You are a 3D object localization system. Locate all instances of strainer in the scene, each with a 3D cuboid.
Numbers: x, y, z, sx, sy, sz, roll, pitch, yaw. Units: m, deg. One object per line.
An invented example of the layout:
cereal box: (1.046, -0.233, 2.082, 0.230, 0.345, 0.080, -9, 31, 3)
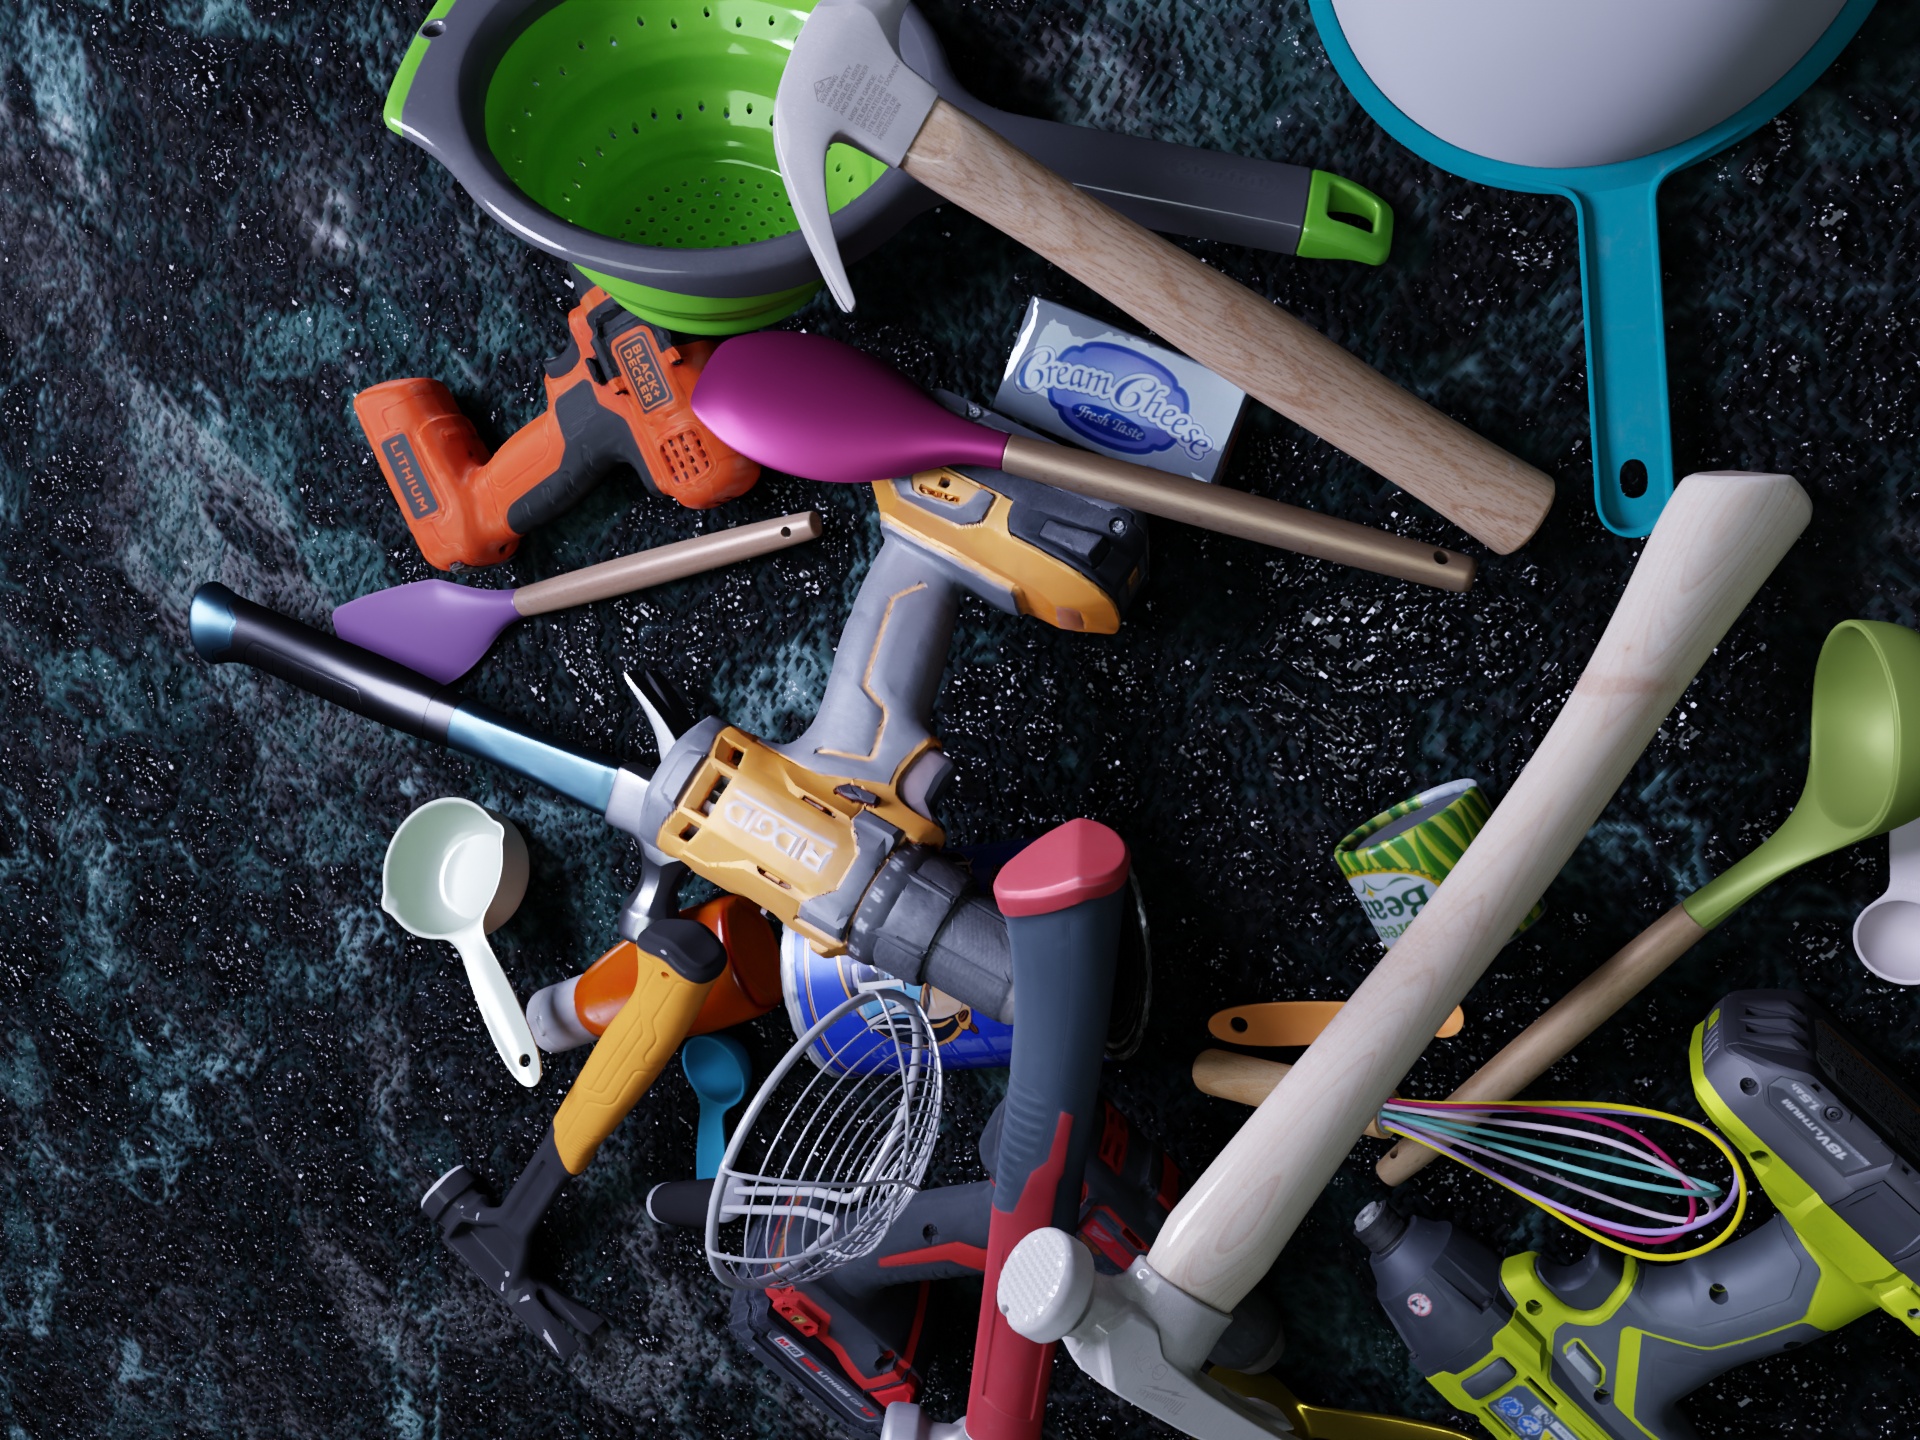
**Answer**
strainer: (0.222, -0.230, 0.550, 0.211, 0.095, 0.340, -4, 100, 24)

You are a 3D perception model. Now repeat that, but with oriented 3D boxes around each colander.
colander: (-0.027, -0.215, 0.663, 0.397, 0.205, 0.094, 12, 151, 3)

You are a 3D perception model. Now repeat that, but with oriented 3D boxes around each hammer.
hammer: (0.046, 0.203, 0.645, 0.143, 0.038, 0.386, 6, 124, 2)
hammer: (0.188, 0.086, 0.590, 0.146, 0.038, 0.410, 36, 90, -22)
hammer: (-0.193, 0.218, 0.838, 0.127, 0.034, 0.336, 43, 128, 10)
hammer: (-0.273, -0.001, 0.832, 0.331, 0.033, 0.128, 21, 99, 17)
hammer: (0.081, -0.154, 0.590, 0.331, 0.031, 0.130, 29, 97, -13)

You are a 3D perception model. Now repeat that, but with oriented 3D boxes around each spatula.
spatula: (-0.206, -0.064, 0.821, 0.316, 0.018, 0.059, -12, 103, 27)

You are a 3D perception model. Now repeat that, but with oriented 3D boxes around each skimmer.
skimmer: (-0.107, 0.198, 0.727, 0.090, 0.127, 0.363, 45, 150, -7)

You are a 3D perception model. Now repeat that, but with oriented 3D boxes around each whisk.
whisk: (0.191, 0.168, 0.647, 0.245, 0.051, 0.047, 2, 95, 48)

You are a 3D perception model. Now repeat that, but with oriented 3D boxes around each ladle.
ladle: (0.265, 0.089, 0.635, 0.062, 0.078, 0.320, 30, 121, -11)

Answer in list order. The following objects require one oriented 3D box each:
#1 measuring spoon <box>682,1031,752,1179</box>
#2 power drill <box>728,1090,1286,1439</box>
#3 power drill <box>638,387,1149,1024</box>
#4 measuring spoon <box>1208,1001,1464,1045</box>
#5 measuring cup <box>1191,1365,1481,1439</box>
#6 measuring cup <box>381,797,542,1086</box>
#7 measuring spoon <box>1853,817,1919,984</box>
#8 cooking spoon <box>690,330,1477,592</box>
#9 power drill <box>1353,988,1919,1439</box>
measuring spoon: (-0.129, 0.221, 0.863, 0.042, 0.021, 0.128, 19, 119, 26)
power drill: (0.024, 0.269, 0.758, 0.226, 0.080, 0.187, -30, 115, 28)
power drill: (-0.001, -0.002, 0.657, 0.185, 0.084, 0.226, 29, 81, 15)
measuring spoon: (0.167, 0.134, 0.714, 0.117, 0.011, 0.021, -9, 100, 29)
measuring cup: (0.169, 0.330, 0.724, 0.156, 0.029, 0.062, -14, 99, 45)
measuring cup: (-0.250, 0.119, 0.848, 0.083, 0.038, 0.168, -33, 70, 9)
measuring spoon: (0.364, 0.038, 0.603, 0.034, 0.018, 0.124, 9, 100, 39)
cooking spoon: (0.043, -0.100, 0.626, 0.319, 0.017, 0.069, 17, 66, 11)
power drill: (0.285, 0.219, 0.648, 0.171, 0.080, 0.223, 44, 119, 8)
